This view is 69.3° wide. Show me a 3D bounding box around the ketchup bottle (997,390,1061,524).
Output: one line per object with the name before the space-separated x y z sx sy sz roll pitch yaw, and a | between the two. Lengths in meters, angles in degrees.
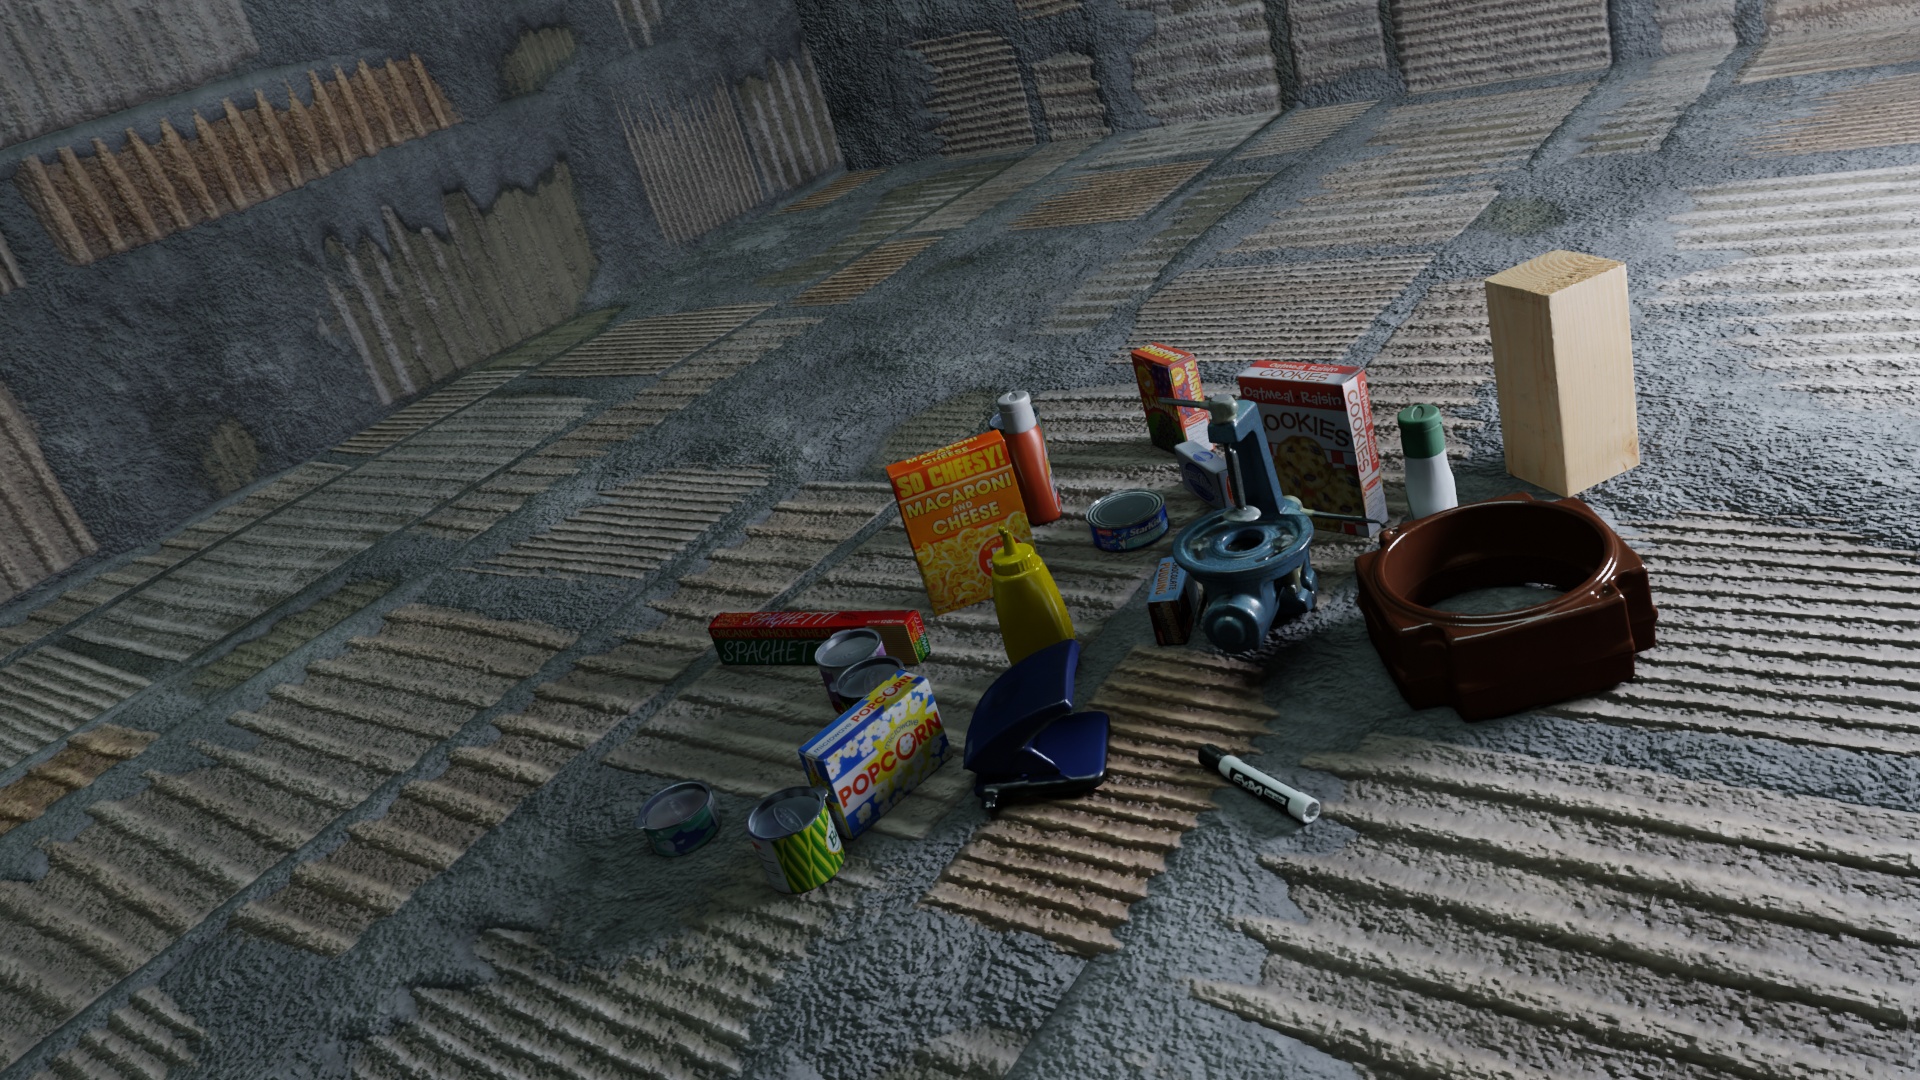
ketchup bottle | 0.076 -0.095 1.567 0.043 0.148 0.065 -16 25 3

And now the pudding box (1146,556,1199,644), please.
pudding box | 0.200 0.055 1.303 0.030 0.049 0.084 -6 27 22

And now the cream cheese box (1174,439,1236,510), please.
cream cheese box | 0.269 -0.069 1.506 0.024 0.053 0.104 -22 26 -10

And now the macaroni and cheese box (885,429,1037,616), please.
macaroni and cheese box | 0.005 -0.018 1.436 0.124 0.165 0.040 -19 25 -4

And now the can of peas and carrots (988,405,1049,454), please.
can of peas and carrots | 0.073 -0.131 1.748 0.071 0.058 0.071 -14 25 7

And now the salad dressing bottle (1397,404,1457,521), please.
salad dressing bottle | 0.426 -0.050 1.261 0.044 0.147 0.064 -5 28 25

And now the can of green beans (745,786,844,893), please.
can of green beans | -0.133 0.242 1.123 0.071 0.057 0.071 -14 25 7

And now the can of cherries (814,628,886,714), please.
can of cherries | -0.100 0.125 1.338 0.071 0.058 0.072 -14 25 7

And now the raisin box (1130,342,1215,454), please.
raisin box | 0.248 -0.164 1.630 0.040 0.123 0.086 -25 26 -16

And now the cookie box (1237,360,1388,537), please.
cookie box | 0.348 -0.093 1.372 0.040 0.166 0.123 -35 30 -33

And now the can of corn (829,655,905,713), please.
can of corn | -0.078 0.149 1.277 0.071 0.058 0.071 -14 25 7

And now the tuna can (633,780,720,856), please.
tuna can | -0.248 0.245 1.218 0.071 0.032 0.071 -14 25 7

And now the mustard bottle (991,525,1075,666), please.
mustard bottle | 0.061 0.053 1.264 0.065 0.159 0.049 -12 26 12

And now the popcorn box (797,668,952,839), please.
popcorn box | -0.071 0.180 1.178 0.038 0.085 0.127 10 37 45

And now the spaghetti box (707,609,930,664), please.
spaghetti box | -0.150 0.100 1.429 0.250 0.050 0.029 -3 29 28
